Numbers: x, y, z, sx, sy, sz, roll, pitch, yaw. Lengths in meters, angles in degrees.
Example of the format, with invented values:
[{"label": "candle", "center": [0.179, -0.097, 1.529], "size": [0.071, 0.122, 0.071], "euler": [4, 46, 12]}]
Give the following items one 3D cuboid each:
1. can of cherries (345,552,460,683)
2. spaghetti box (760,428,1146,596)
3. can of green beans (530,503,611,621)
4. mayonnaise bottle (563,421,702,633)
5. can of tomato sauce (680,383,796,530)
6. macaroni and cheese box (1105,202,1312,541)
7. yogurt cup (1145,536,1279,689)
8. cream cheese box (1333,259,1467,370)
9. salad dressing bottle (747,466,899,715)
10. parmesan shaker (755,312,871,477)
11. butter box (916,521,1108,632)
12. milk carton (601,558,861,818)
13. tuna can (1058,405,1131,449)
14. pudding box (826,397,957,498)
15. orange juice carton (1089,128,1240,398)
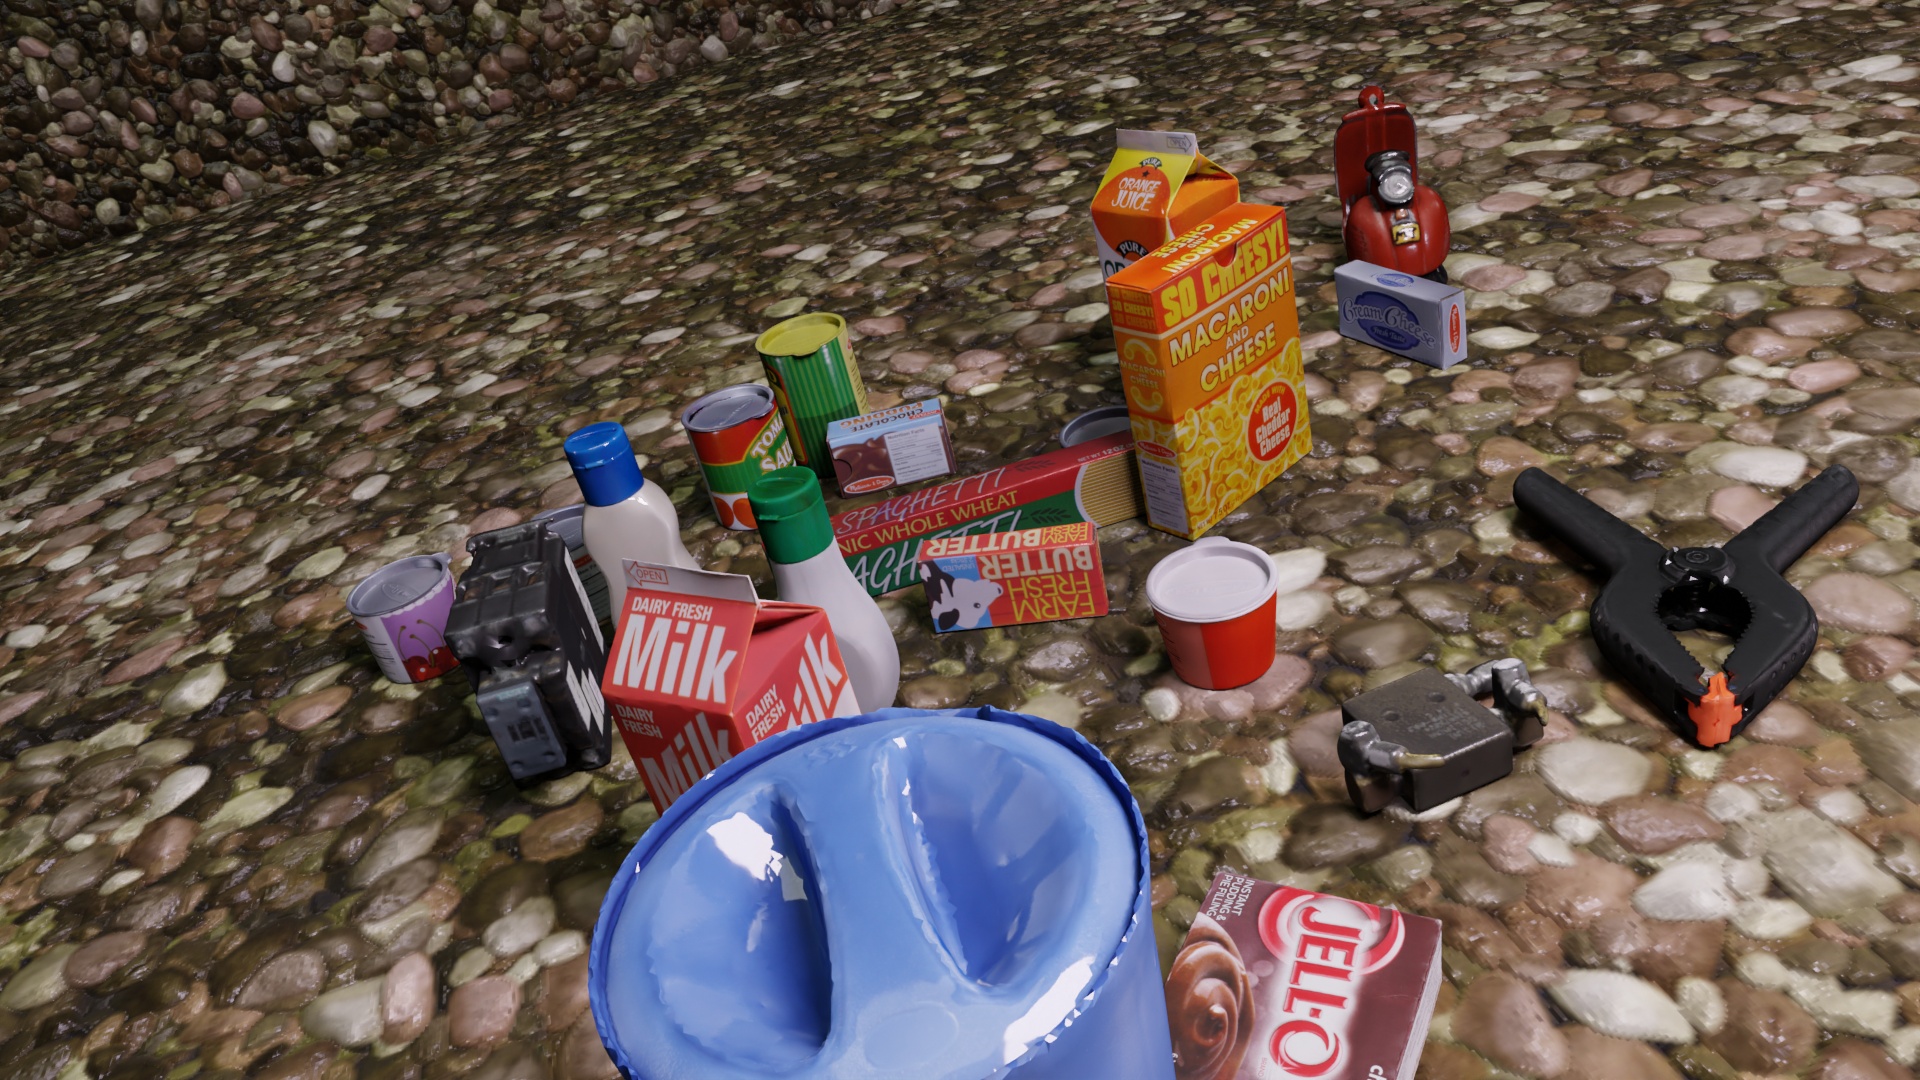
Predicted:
[{"label": "can of cherries", "center": [-0.355, 0.050, 0.910], "size": [0.071, 0.058, 0.072], "euler": [-11, 31, 7]}, {"label": "spaghetti box", "center": [0.003, -0.011, 0.867], "size": [0.250, 0.050, 0.029], "euler": [-17, 31, -4]}, {"label": "can of green beans", "center": [-0.256, 0.017, 0.923], "size": [0.071, 0.057, 0.071], "euler": [-11, 31, 7]}, {"label": "mayonnaise bottle", "center": [-0.195, 0.000, 0.837], "size": [0.065, 0.147, 0.041], "euler": [-14, 31, 2]}, {"label": "can of tomato sauce", "center": [-0.150, -0.058, 0.976], "size": [0.071, 0.082, 0.071], "euler": [-11, 31, 7]}, {"label": "macaroni and cheese box", "center": [0.155, -0.102, 0.838], "size": [0.124, 0.165, 0.040], "euler": [-35, 36, -30]}, {"label": "yogurt cup", "center": [0.134, 0.041, 0.724], "size": [0.072, 0.053, 0.073], "euler": [-11, 31, 7]}, {"label": "cream cheese box", "center": [0.308, -0.160, 0.976], "size": [0.024, 0.053, 0.104], "euler": [-26, 33, -19]}, {"label": "salad dressing bottle", "center": [-0.074, 0.032, 0.735], "size": [0.064, 0.147, 0.044], "euler": [2, 34, 26]}, {"label": "parmesan shaker", "center": [-0.102, -0.104, 1.010], "size": [0.071, 0.102, 0.071], "euler": [-11, 31, 7]}, {"label": "butter box", "center": [0.031, 0.022, 0.799], "size": [0.103, 0.053, 0.024], "euler": [-7, 32, 13]}, {"label": "milk carton", "center": [-0.091, 0.090, 0.607], "size": [0.072, 0.189, 0.074], "euler": [5, 36, 30]}, {"label": "tuna can", "center": [0.101, -0.059, 0.920], "size": [0.071, 0.032, 0.071], "euler": [-11, 31, 7]}, {"label": "pudding box", "center": [-0.049, -0.065, 0.977], "size": [0.084, 0.049, 0.030], "euler": [-14, 31, 2]}, {"label": "orange juice carton", "center": [0.147, -0.188, 0.955], "size": [0.073, 0.191, 0.072], "euler": [-33, 35, -28]}]
